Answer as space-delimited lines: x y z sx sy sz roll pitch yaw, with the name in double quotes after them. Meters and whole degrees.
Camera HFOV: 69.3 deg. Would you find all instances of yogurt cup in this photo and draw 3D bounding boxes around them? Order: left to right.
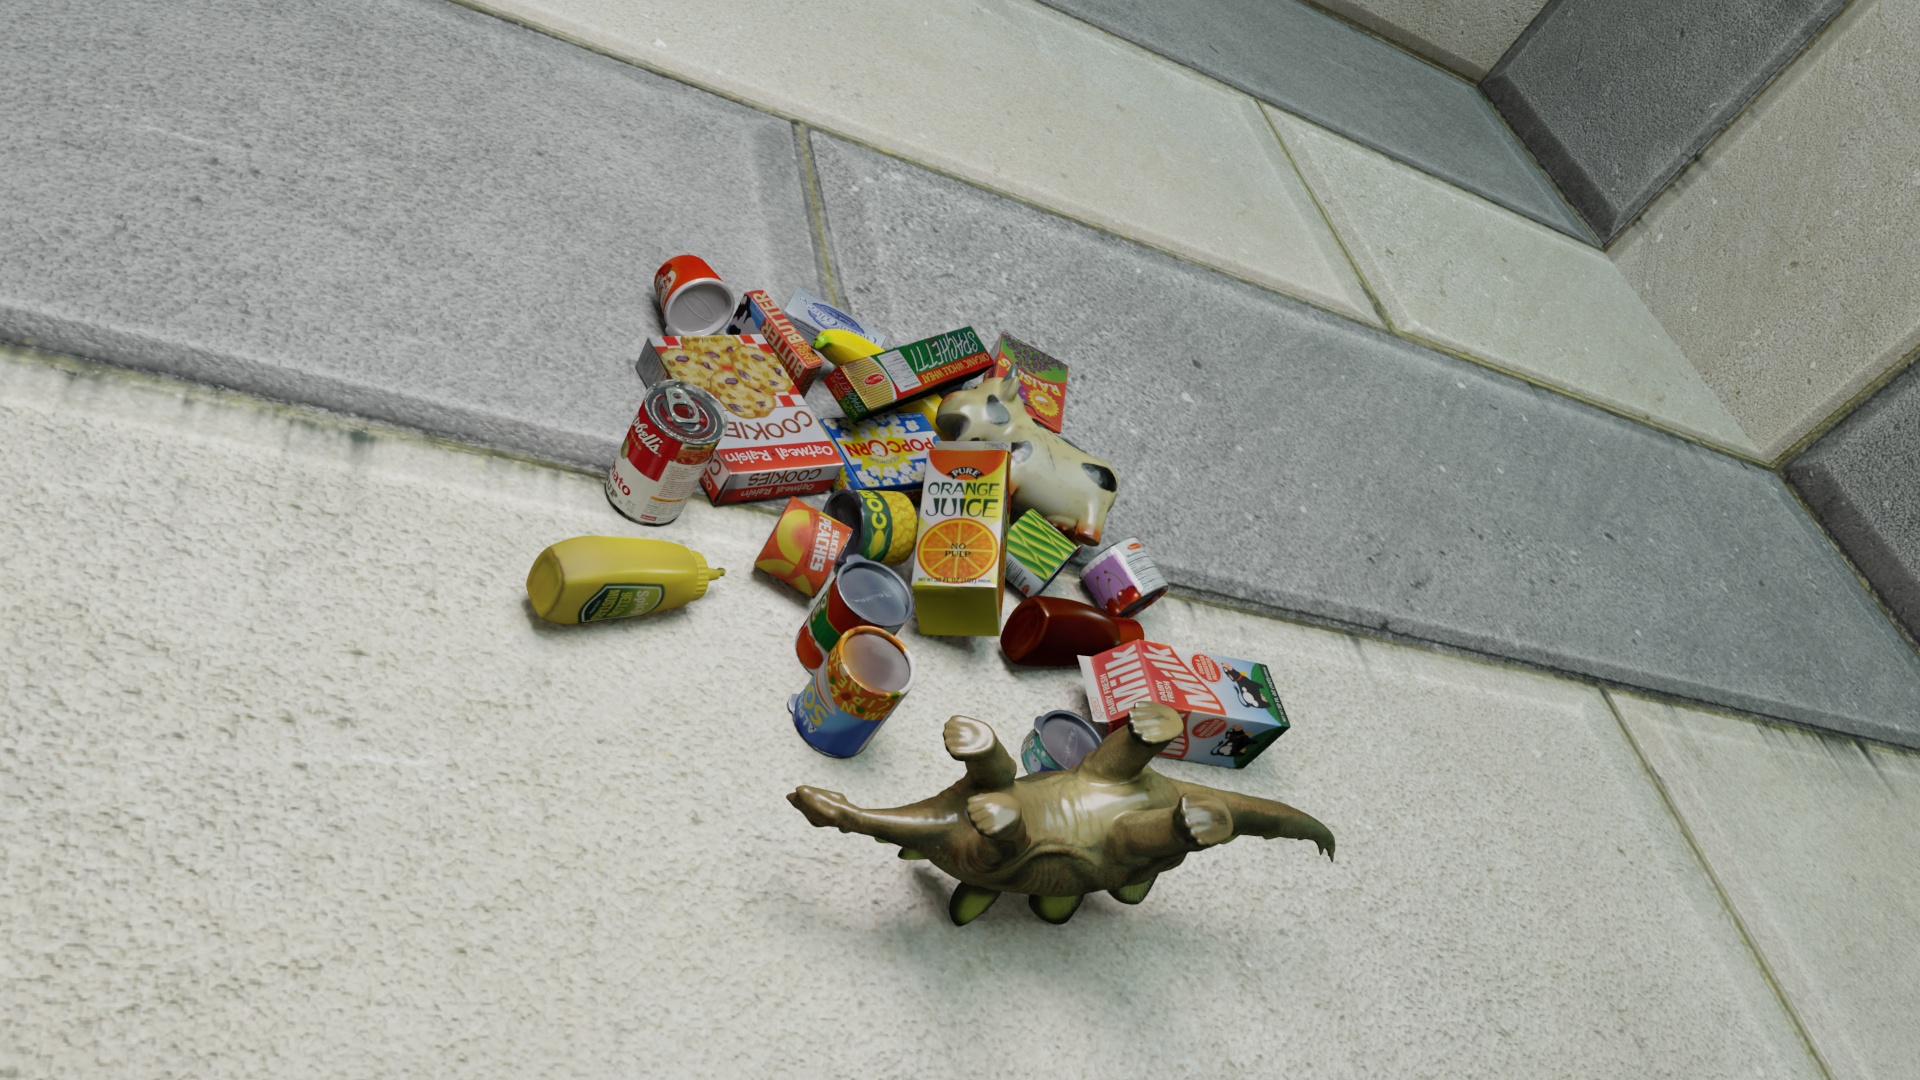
-0.251 -0.229 1.294 0.072 0.072 0.054 0 43 -38 "yogurt cup"

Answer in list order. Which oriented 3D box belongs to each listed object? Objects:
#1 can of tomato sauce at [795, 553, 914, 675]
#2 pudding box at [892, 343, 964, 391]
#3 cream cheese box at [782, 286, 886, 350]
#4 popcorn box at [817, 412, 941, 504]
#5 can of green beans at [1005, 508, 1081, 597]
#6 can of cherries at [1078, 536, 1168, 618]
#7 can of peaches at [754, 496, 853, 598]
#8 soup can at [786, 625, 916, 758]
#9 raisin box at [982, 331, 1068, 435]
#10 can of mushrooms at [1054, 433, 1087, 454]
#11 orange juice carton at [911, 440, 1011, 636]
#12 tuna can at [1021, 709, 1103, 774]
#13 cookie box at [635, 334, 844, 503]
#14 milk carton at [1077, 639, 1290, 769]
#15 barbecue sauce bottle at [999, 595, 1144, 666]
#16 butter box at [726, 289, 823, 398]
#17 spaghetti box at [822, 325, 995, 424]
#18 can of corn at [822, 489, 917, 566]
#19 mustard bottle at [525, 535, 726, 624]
-0.086 0.064 1.097 0.071 0.082 0.071 21 40 -19 "can of tomato sauce"
-0.033 -0.179 1.435 0.084 0.030 0.050 -17 61 -47 "pudding box"
-0.129 -0.210 1.398 0.104 0.024 0.054 29 39 -10 "cream cheese box"
-0.070 -0.074 1.290 0.127 0.038 0.085 -8 55 -42 "popcorn box"
0.066 0.013 1.282 0.058 0.071 0.071 41 38 7 "can of green beans"
0.154 0.039 1.322 0.072 0.071 0.058 -15 67 -46 "can of cherries"
-0.128 0.005 1.137 0.058 0.071 0.071 30 38 -7 "can of peaches"
-0.082 0.113 1.048 0.071 0.083 0.072 21 40 -19 "soup can"
0.068 -0.160 1.485 0.086 0.040 0.124 27 39 -13 "raisin box"
0.099 -0.076 1.426 0.071 0.033 0.071 21 40 -18 "can of mushrooms"
0.004 -0.015 1.215 0.072 0.072 0.194 1 52 6 "orange juice carton"
0.084 0.175 1.152 0.071 0.032 0.071 21 40 -19 "tuna can"
-0.196 -0.110 1.231 0.123 0.040 0.168 -9 55 -42 "cookie box"
0.190 0.144 1.234 0.191 0.073 0.073 13 44 -27 "milk carton"
0.106 0.084 1.244 0.149 0.064 0.044 8 33 -44 "barbecue sauce bottle"
-0.175 -0.183 1.311 0.024 0.052 0.103 -22 65 -46 "butter box"
-0.043 -0.162 1.334 0.050 0.028 0.251 57 33 2 "spaghetti box"
-0.077 -0.012 1.194 0.058 0.070 0.071 1 50 -38 "can of corn"
-0.238 0.028 1.036 0.160 0.065 0.049 -3 54 -44 "mustard bottle"
